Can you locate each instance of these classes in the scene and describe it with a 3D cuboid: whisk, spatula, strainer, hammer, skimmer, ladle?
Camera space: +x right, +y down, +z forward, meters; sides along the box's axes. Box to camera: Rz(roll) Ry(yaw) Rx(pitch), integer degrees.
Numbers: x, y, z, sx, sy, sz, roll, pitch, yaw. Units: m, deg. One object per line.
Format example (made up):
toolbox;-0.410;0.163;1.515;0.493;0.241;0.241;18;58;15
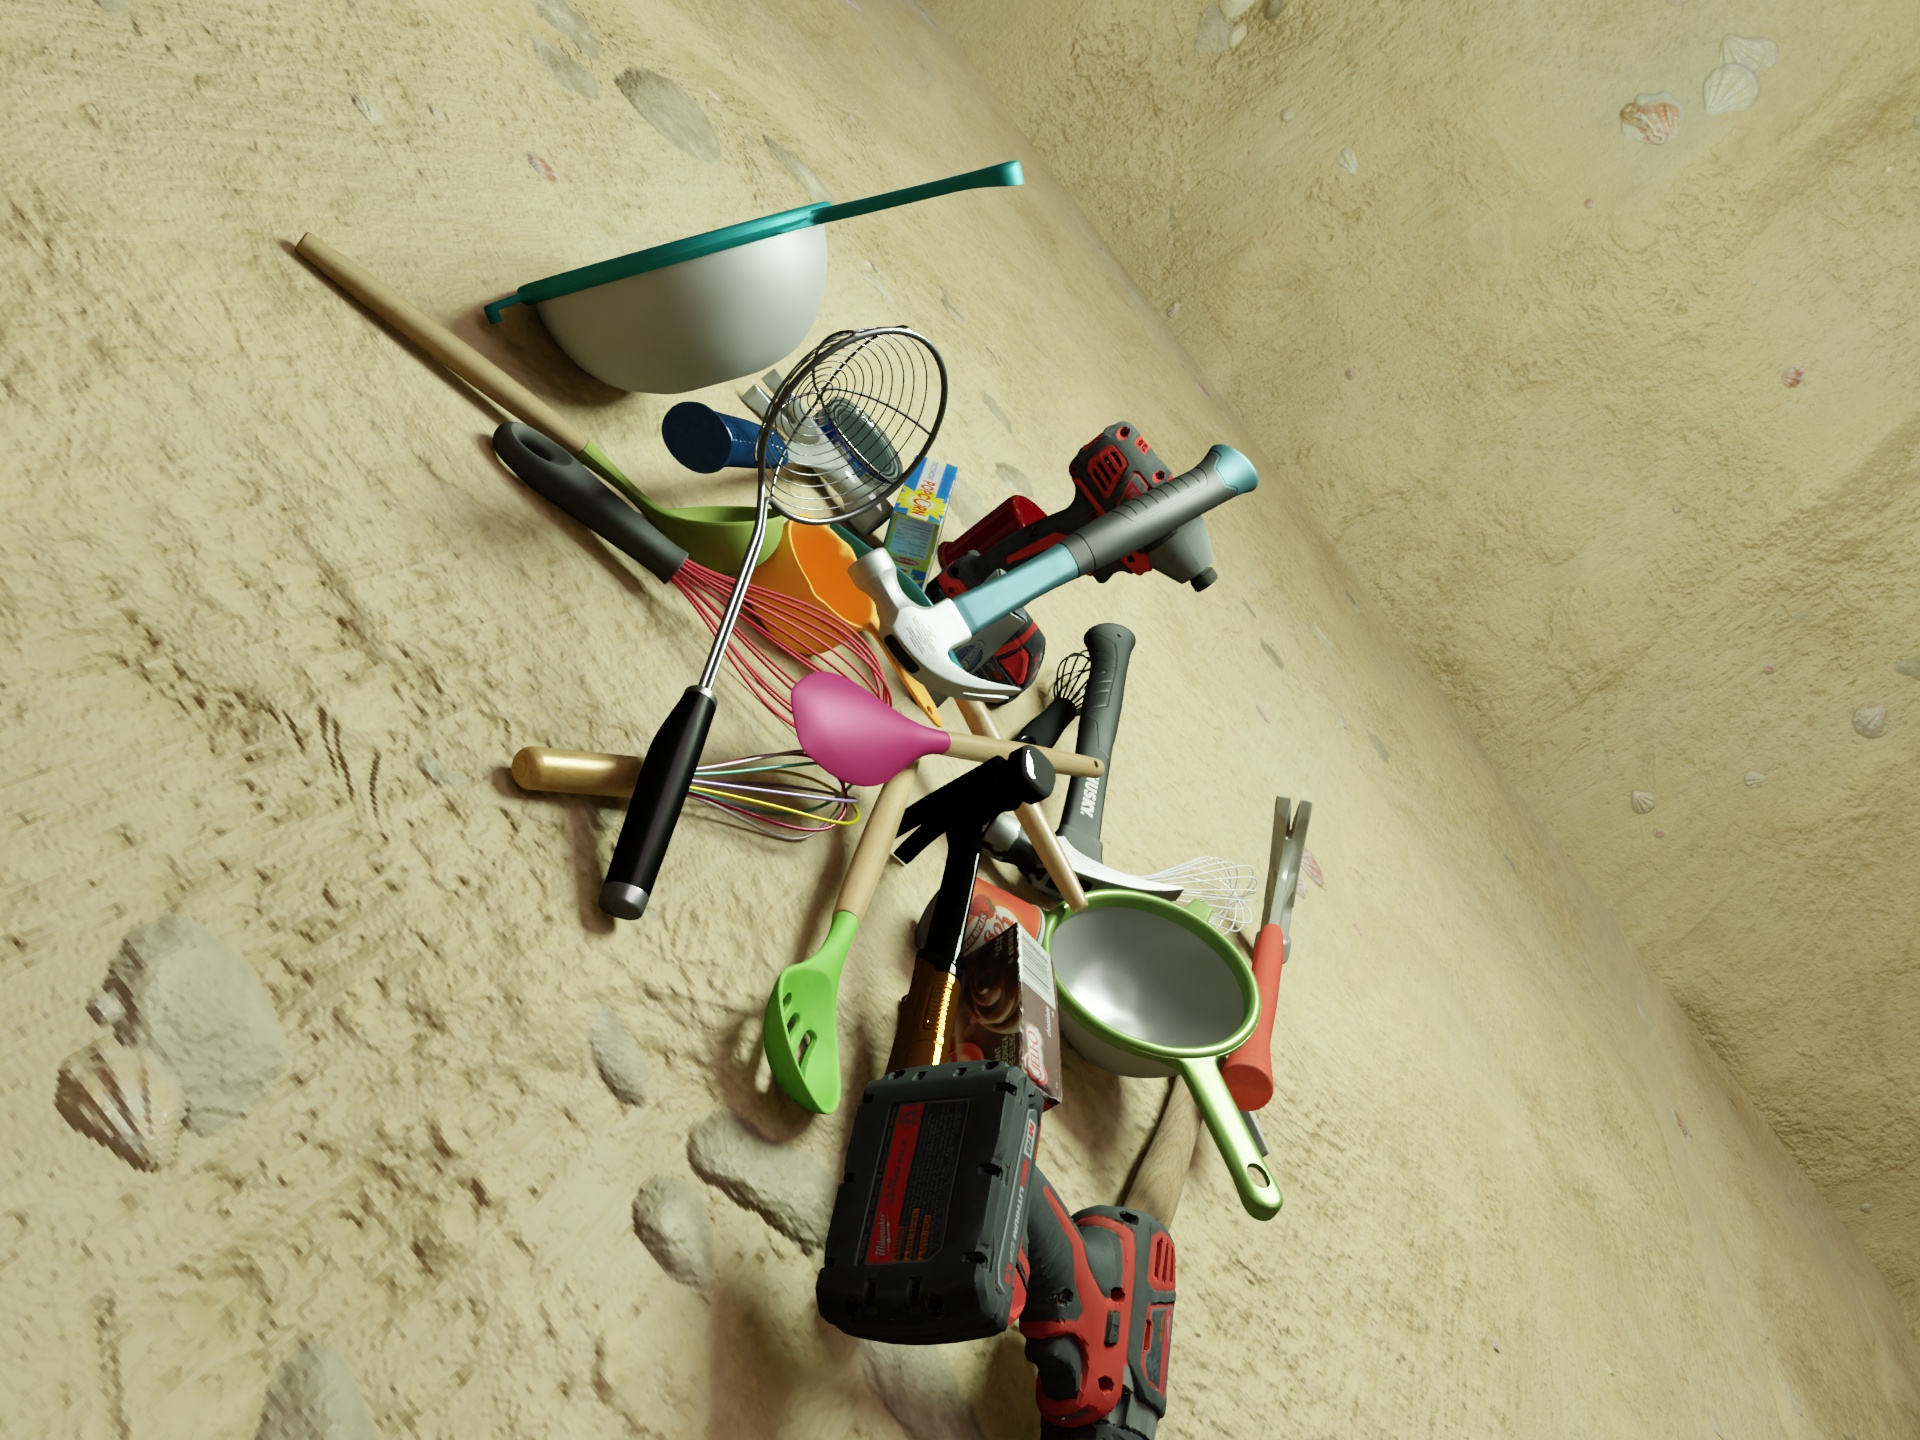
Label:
whisk;0.082;-0.010;1.312;0.055;0.055;0.239;52;28;-3
spatula;-0.002;-0.003;1.090;0.318;0.044;0.082;61;-12;20
strainer;-0.113;-0.274;1.017;0.211;0.340;0.095;-53;132;-62
hammer;0.084;-0.118;1.112;0.331;0.033;0.128;-30;91;-28
whisk;-0.134;0.035;0.846;0.244;0.051;0.047;10;54;-54
skimmer;-0.091;-0.058;0.832;0.127;0.090;0.364;76;24;-55
whisk;0.147;0.132;1.226;0.284;0.070;0.070;11;47;-50
ladle;-0.239;-0.187;0.941;0.320;0.062;0.078;37;-2;-27
whisk;-0.154;-0.079;0.951;0.295;0.073;0.073;38;27;-17
hammer;-0.022;0.152;0.847;0.034;0.127;0.337;44;34;-24
strainer;0.130;0.217;1.001;0.151;0.069;0.257;1;38;-23
hammer;0.131;0.284;1.005;0.130;0.031;0.331;52;24;-1
hammer;-0.127;-0.183;1.054;0.144;0.035;0.405;50;9;-2
hammer;0.107;0.023;1.217;0.146;0.035;0.335;26;35;-6
hammer;0.235;0.182;1.215;0.359;0.037;0.149;-47;144;-68

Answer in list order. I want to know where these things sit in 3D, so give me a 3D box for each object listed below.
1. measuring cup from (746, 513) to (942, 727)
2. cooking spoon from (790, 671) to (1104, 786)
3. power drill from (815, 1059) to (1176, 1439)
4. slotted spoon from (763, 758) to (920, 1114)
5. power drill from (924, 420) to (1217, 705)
measuring cup;-0.079;-0.054;1.063;0.173;0.052;0.095;54;23;-15
cooking spoon;0.003;0.016;1.002;0.318;0.017;0.069;11;62;-53
power drill;0.029;0.276;0.706;0.226;0.080;0.188;54;35;-38
slotted spoon;-0.057;0.098;0.882;0.314;0.031;0.070;-71;141;-57
power drill;0.087;-0.114;1.237;0.143;0.219;0.078;51;23;-5
